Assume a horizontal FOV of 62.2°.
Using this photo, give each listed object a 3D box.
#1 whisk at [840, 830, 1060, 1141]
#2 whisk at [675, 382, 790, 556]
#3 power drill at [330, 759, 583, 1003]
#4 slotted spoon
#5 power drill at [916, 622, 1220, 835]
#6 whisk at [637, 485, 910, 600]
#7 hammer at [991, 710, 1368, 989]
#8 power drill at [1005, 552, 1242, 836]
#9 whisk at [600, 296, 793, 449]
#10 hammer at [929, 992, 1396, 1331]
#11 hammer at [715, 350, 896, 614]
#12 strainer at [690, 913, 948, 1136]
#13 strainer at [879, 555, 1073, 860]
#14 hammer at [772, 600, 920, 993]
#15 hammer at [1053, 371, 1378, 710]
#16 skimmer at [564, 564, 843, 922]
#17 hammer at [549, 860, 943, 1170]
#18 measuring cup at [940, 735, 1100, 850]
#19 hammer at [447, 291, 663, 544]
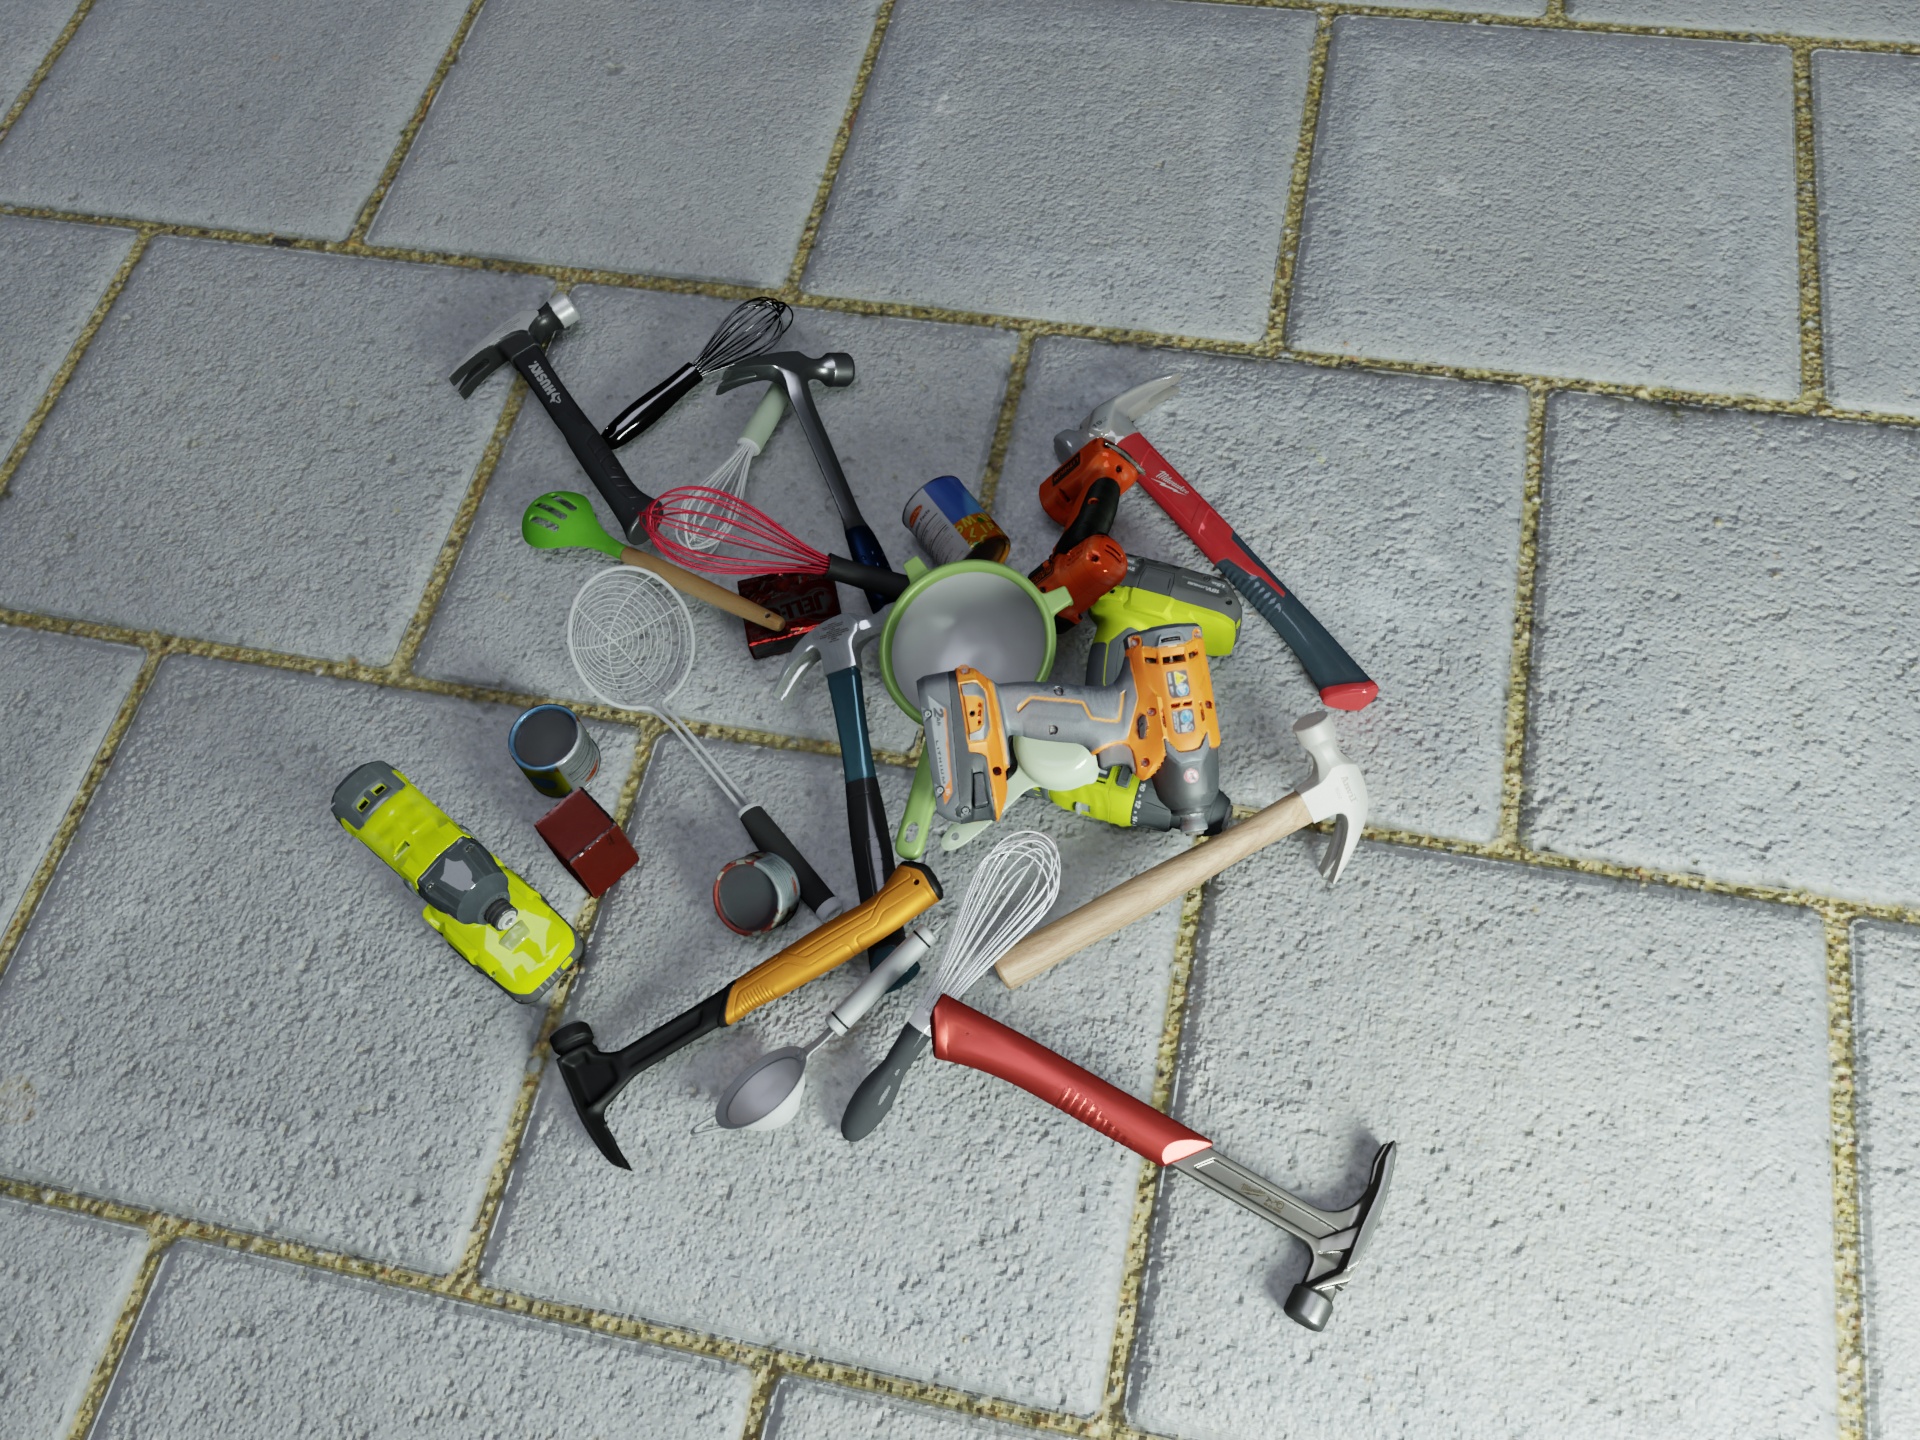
[{"bbox_3d":[-0.010,0.207,1.245,0.070,0.070,0.284,33,86,20],"label":"whisk"},{"bbox_3d":[-0.207,-0.257,1.534,0.058,0.059,0.246,8,57,28],"label":"whisk"},{"bbox_3d":[-0.382,0.136,1.243,0.171,0.223,0.080,36,71,21],"label":"power drill"},{"bbox_3d":[-0.289,-0.147,1.474,0.314,0.031,0.070,25,67,22],"label":"slotted spoon"},{"bbox_3d":[0.088,0.021,1.231,0.226,0.084,0.164,-9,86,-1],"label":"power drill"},{"bbox_3d":[-0.133,-0.139,1.371,0.295,0.073,0.073,15,61,-19],"label":"whisk"},{"bbox_3d":[0.177,0.126,1.280,0.331,0.031,0.130,-29,107,0],"label":"hammer"},{"bbox_3d":[0.161,-0.016,1.357,0.190,0.080,0.229,16,68,14],"label":"power drill"},{"bbox_3d":[-0.263,-0.345,1.586,0.239,0.055,0.055,-41,66,-11],"label":"whisk"},{"bbox_3d":[0.140,0.296,1.184,0.359,0.036,0.149,29,69,7],"label":"hammer"},{"bbox_3d":[-0.104,-0.183,1.470,0.144,0.035,0.406,-8,62,-31],"label":"hammer"},{"bbox_3d":[-0.101,0.245,1.246,0.258,0.087,0.050,-44,112,-6],"label":"strainer"},{"bbox_3d":[-0.002,-0.004,1.324,0.151,0.069,0.256,13,81,19],"label":"strainer"},{"bbox_3d":[-0.080,0.064,1.338,0.128,0.033,0.331,-15,69,12],"label":"hammer"},{"bbox_3d":[0.253,-0.164,1.446,0.143,0.038,0.387,-32,64,-13],"label":"hammer"},{"bbox_3d":[-0.210,0.017,1.364,0.127,0.090,0.363,-23,61,-40],"label":"skimmer"},{"bbox_3d":[-0.159,0.219,1.261,0.337,0.034,0.127,-31,63,-1],"label":"hammer"},{"bbox_3d":[0.046,0.046,1.292,0.167,0.038,0.083,-41,72,-3],"label":"measuring cup"},{"bbox_3d":[-0.380,-0.283,1.543,0.146,0.035,0.335,-34,59,-6],"label":"hammer"}]
